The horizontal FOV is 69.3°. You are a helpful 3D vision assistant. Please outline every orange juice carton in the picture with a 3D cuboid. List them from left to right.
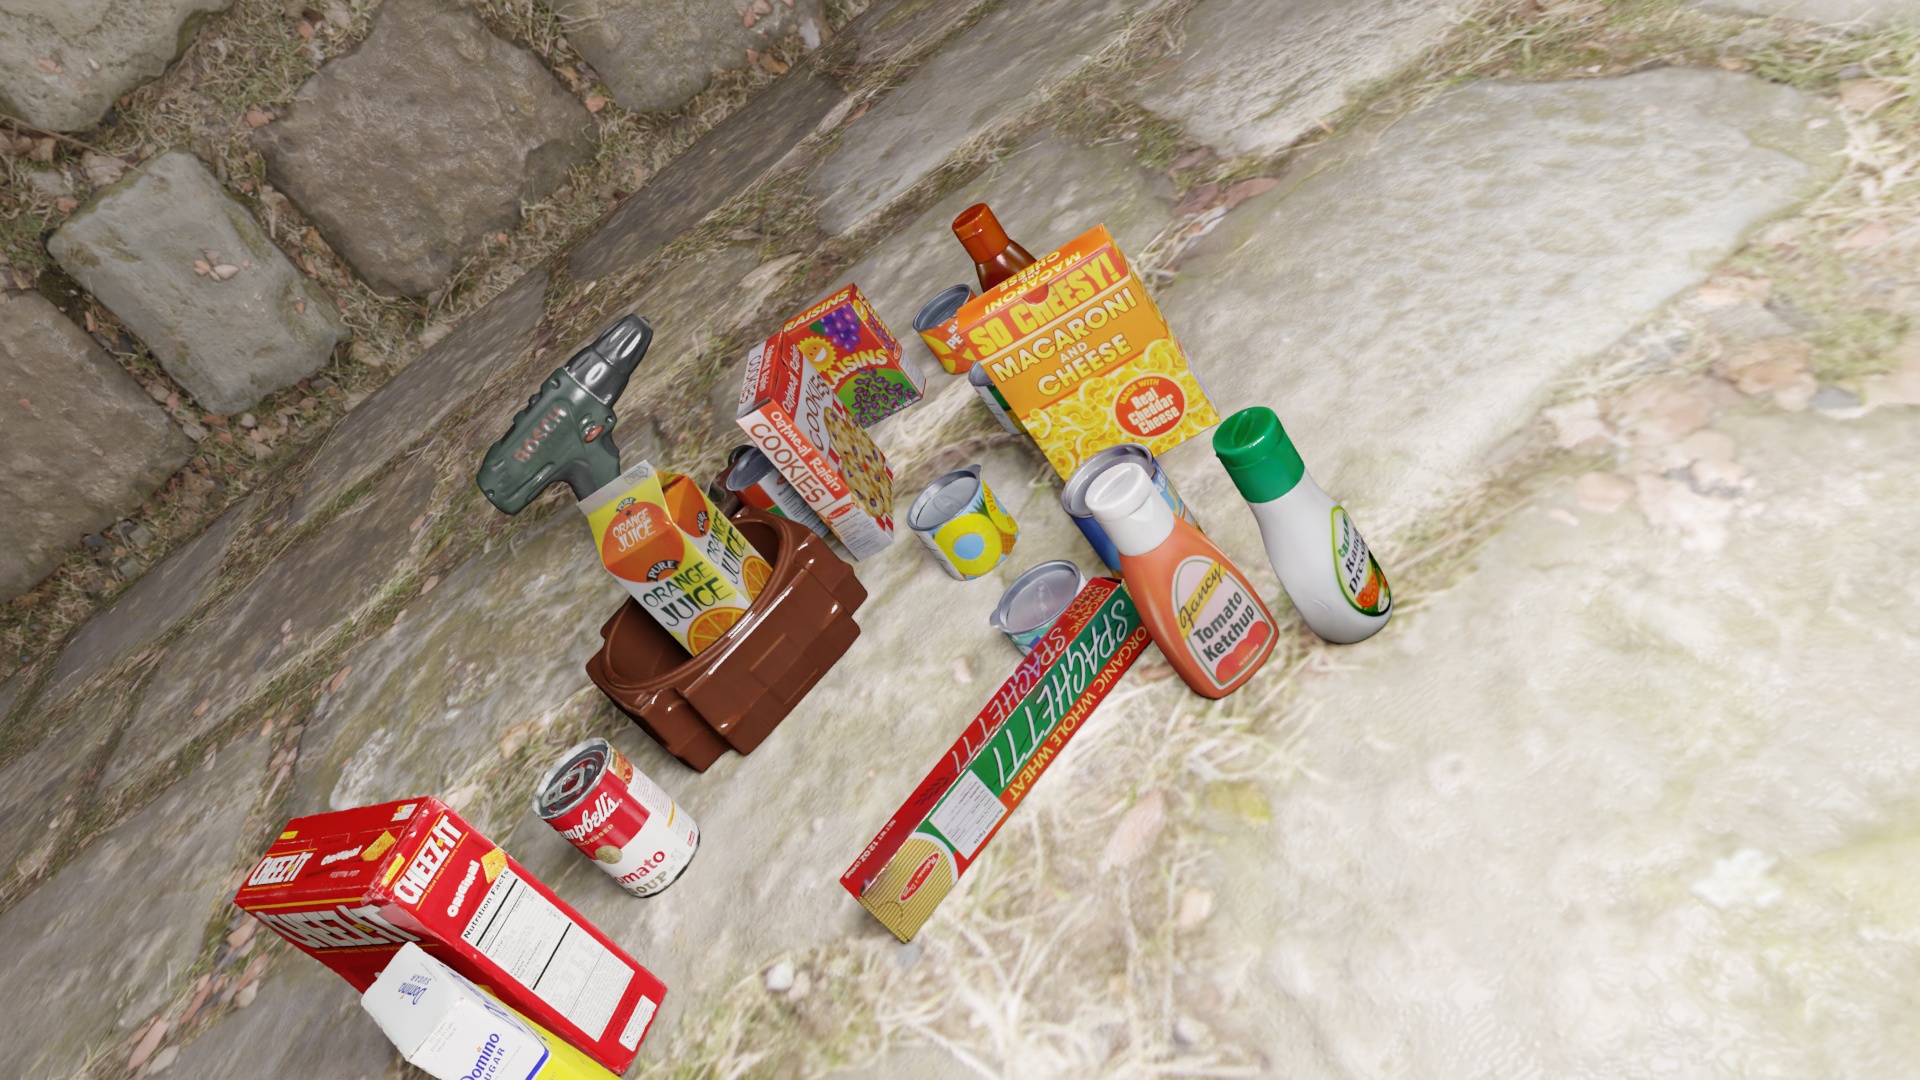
[{"bbox_3d":[-0.216,0.020,1.108,0.071,0.192,0.073,-29,31,17],"label":"orange juice carton"}]

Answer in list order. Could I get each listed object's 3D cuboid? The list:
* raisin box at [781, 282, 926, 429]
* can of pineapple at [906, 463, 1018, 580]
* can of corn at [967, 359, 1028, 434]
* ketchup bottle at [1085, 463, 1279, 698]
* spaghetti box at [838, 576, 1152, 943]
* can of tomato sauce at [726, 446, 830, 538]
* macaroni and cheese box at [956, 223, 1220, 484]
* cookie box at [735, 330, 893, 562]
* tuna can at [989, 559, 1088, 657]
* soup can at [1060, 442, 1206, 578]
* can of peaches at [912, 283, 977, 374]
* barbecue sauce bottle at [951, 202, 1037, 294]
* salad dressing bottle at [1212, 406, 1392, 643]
[{"bbox_3d":[-0.102,-0.172,1.321,0.086,0.123,0.040,-25,32,23],"label":"raisin box"},{"bbox_3d":[0.004,-0.013,1.050,0.071,0.057,0.071,-28,31,18],"label":"can of pineapple"},{"bbox_3d":[0.051,-0.133,1.164,0.071,0.058,0.071,-28,31,18],"label":"can of corn"},{"bbox_3d":[0.121,0.021,0.780,0.065,0.148,0.043,-45,30,-11],"label":"ketchup bottle"},{"bbox_3d":[0.028,0.126,0.836,0.251,0.050,0.028,-49,31,-18],"label":"spaghetti box"},{"bbox_3d":[-0.158,-0.040,1.240,0.071,0.083,0.071,-28,31,19],"label":"can of tomato sauce"},{"bbox_3d":[0.093,-0.125,0.997,0.123,0.166,0.040,-29,31,16],"label":"macaroni and cheese box"},{"bbox_3d":[-0.117,-0.081,1.166,0.040,0.167,0.123,-29,30,16],"label":"cookie box"},{"bbox_3d":[0.057,0.049,0.930,0.071,0.032,0.071,-28,31,18],"label":"tuna can"},{"bbox_3d":[0.116,-0.011,0.897,0.071,0.083,0.072,-28,31,19],"label":"soup can"},{"bbox_3d":[-0.001,-0.199,1.315,0.071,0.058,0.071,-28,31,18],"label":"can of peaches"},{"bbox_3d":[0.047,-0.222,1.203,0.064,0.148,0.044,-18,35,33],"label":"barbecue sauce bottle"},{"bbox_3d":[0.185,-0.007,0.751,0.044,0.147,0.064,-14,38,37],"label":"salad dressing bottle"}]
